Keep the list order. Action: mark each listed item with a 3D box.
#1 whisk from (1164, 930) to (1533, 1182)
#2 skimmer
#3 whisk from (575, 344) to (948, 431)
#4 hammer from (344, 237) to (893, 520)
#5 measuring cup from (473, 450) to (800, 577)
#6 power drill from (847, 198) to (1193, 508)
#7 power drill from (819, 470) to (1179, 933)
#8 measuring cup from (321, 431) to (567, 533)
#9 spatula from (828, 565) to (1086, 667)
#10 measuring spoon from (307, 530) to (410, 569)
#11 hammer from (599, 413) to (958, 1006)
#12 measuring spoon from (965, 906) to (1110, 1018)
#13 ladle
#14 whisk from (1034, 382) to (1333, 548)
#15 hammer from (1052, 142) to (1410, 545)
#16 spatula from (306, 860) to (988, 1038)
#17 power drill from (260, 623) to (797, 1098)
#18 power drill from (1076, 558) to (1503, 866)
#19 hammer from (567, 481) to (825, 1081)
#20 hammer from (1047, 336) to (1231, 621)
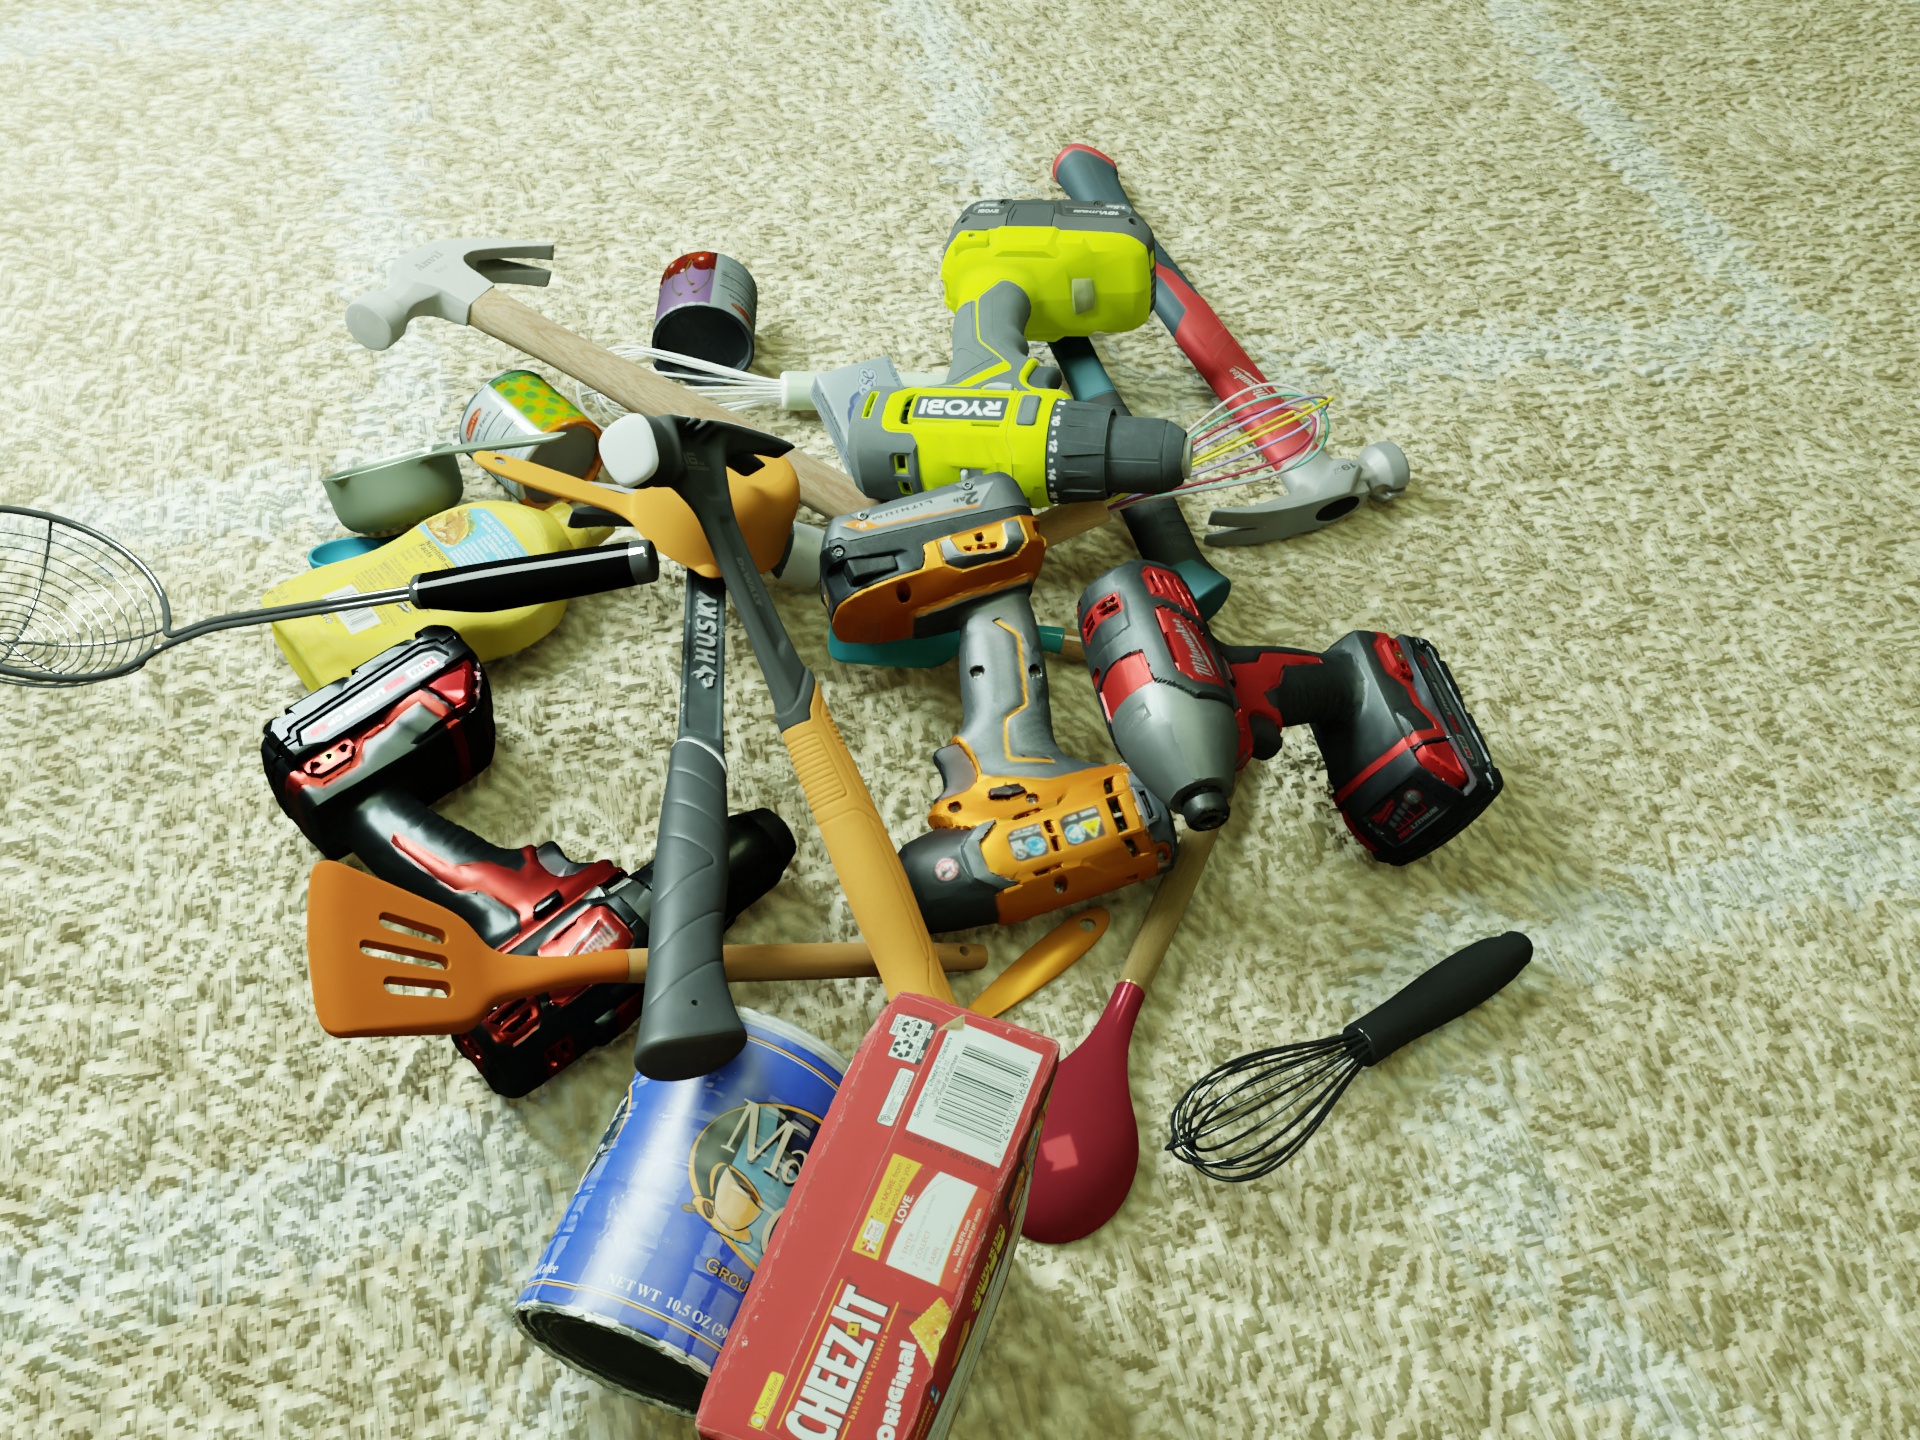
[{"bbox_3d":[0.197,0.157,0.776,0.239,0.055,0.055,-23,59,-26],"label":"whisk"},{"bbox_3d":[-0.337,-0.080,0.790,0.363,0.090,0.127,-7,36,4],"label":"skimmer"},{"bbox_3d":[-0.122,-0.212,1.026,0.246,0.058,0.059,-2,88,-11],"label":"whisk"},{"bbox_3d":[-0.182,-0.193,0.944,0.331,0.031,0.130,28,45,-1],"label":"hammer"},{"bbox_3d":[-0.170,-0.135,0.857,0.173,0.052,0.095,15,36,-20],"label":"measuring cup"},{"bbox_3d":[0.051,-0.213,0.947,0.190,0.080,0.229,5,51,13],"label":"power drill"},{"bbox_3d":[-0.001,-0.003,0.830,0.164,0.084,0.227,-18,73,-10],"label":"power drill"},{"bbox_3d":[-0.288,-0.137,0.908,0.167,0.038,0.083,-4,21,26],"label":"measuring cup"},{"bbox_3d":[0.085,-0.042,0.915,0.317,0.044,0.082,10,77,0],"label":"spatula"},{"bbox_3d":[-0.316,-0.100,0.936,0.128,0.021,0.042,-17,33,-28],"label":"measuring spoon"},{"bbox_3d":[-0.066,0.012,0.759,0.127,0.034,0.337,-12,77,-64],"label":"hammer"},{"bbox_3d":[0.034,0.126,0.801,0.117,0.011,0.021,-34,63,-27],"label":"measuring spoon"},{"bbox_3d":[0.097,0.118,0.807,0.069,0.031,0.316,25,53,8],"label":"ladle"},{"bbox_3d":[0.106,-0.137,0.941,0.245,0.051,0.047,-23,38,10],"label":"whisk"},{"bbox_3d":[0.146,-0.273,1.100,0.143,0.038,0.387,-18,57,-16],"label":"hammer"},{"bbox_3d":[-0.126,0.107,0.721,0.322,0.041,0.081,3,52,-29],"label":"spatula"},{"bbox_3d":[-0.213,0.054,0.793,0.188,0.080,0.227,-37,67,-28],"label":"power drill"},{"bbox_3d":[0.165,0.004,0.810,0.219,0.078,0.143,12,47,-33],"label":"power drill"},{"bbox_3d":[-0.132,0.005,0.777,0.149,0.036,0.409,15,36,-18],"label":"hammer"},{"bbox_3d":[0.095,-0.193,1.015,0.128,0.033,0.331,-21,58,2],"label":"hammer"}]
